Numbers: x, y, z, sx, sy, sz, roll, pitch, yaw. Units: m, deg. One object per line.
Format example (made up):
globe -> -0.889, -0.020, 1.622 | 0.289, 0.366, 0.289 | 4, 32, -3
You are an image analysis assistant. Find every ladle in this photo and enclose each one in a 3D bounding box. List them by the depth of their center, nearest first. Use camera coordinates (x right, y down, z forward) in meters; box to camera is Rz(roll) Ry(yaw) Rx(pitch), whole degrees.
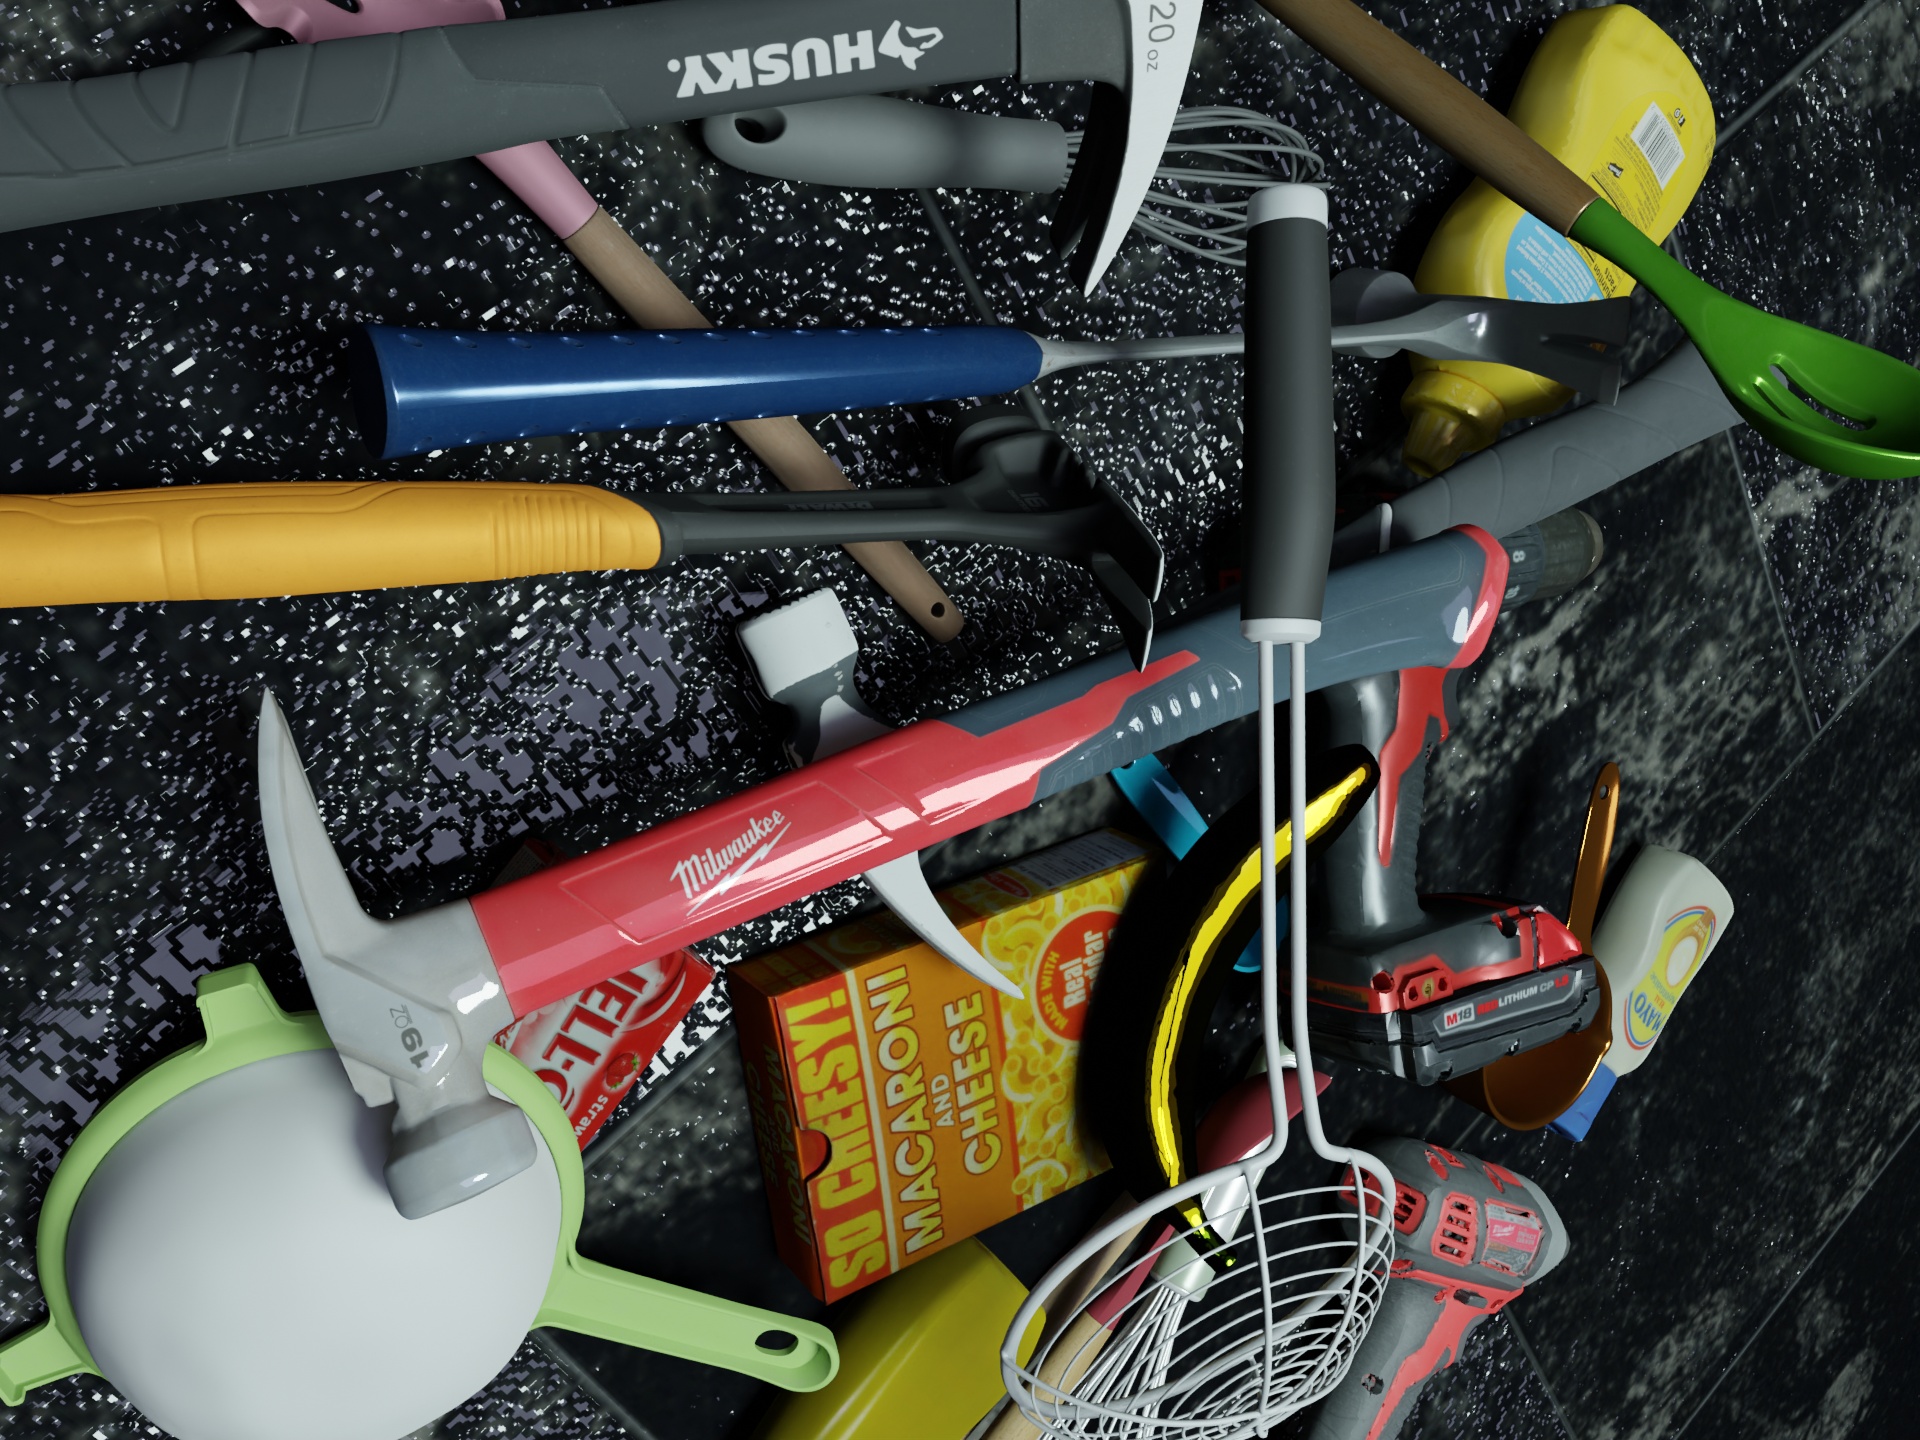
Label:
ladle -> 0.040, 0.258, 0.629 | 0.315, 0.031, 0.069 | -52, 166, -4

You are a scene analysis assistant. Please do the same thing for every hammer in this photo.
hammer -> -0.101, -0.155, 0.397 | 0.334, 0.035, 0.146 | -12, 138, -8
hammer -> -0.114, -0.047, 0.424 | 0.336, 0.127, 0.034 | -5, 122, -19
hammer -> -0.001, -0.002, 0.478 | 0.386, 0.038, 0.143 | -21, 83, -19
hammer -> 0.030, -0.112, 0.486 | 0.405, 0.144, 0.035 | -11, 113, -29
hammer -> 0.134, -0.049, 0.562 | 0.409, 0.036, 0.149 | -26, 97, -15

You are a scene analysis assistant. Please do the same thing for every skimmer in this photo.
skimmer -> 0.073, 0.036, 0.464 | 0.127, 0.090, 0.363 | 1, 89, -29

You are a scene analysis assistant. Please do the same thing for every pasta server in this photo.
pasta server -> -0.092, -0.126, 0.471 | 0.060, 0.040, 0.316 | -47, 123, -6

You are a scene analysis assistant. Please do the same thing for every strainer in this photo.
strainer -> -0.138, 0.182, 0.473 | 0.256, 0.069, 0.151 | 27, 102, -28

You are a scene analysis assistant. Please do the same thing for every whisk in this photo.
whisk -> 0.028, -0.184, 0.530 | 0.239, 0.055, 0.055 | -4, 104, -27
whisk -> 0.087, 0.245, 0.670 | 0.057, 0.059, 0.246 | 31, 80, -8

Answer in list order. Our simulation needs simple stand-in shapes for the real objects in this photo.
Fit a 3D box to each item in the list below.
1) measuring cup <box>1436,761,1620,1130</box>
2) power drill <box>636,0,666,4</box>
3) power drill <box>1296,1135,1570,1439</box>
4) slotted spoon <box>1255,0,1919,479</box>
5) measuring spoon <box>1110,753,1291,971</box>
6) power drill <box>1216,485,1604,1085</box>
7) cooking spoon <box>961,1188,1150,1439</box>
measuring cup -> 0.264, 0.099, 0.741 | 0.095, 0.052, 0.173 | 9, 95, -33
power drill -> -0.004, -0.286, 0.463 | 0.226, 0.084, 0.164 | -44, 122, -19
power drill -> 0.212, 0.311, 0.748 | 0.143, 0.079, 0.220 | 23, 86, -34
slotted spoon -> 0.180, -0.176, 0.507 | 0.070, 0.314, 0.031 | -31, 158, -35
measuring spoon -> 0.090, 0.050, 0.644 | 0.042, 0.021, 0.128 | -47, 112, -20
power drill -> 0.200, 0.016, 0.652 | 0.188, 0.080, 0.226 | -10, 95, -30
cooking spoon -> -0.022, 0.300, 0.630 | 0.319, 0.017, 0.068 | -45, 133, -15
